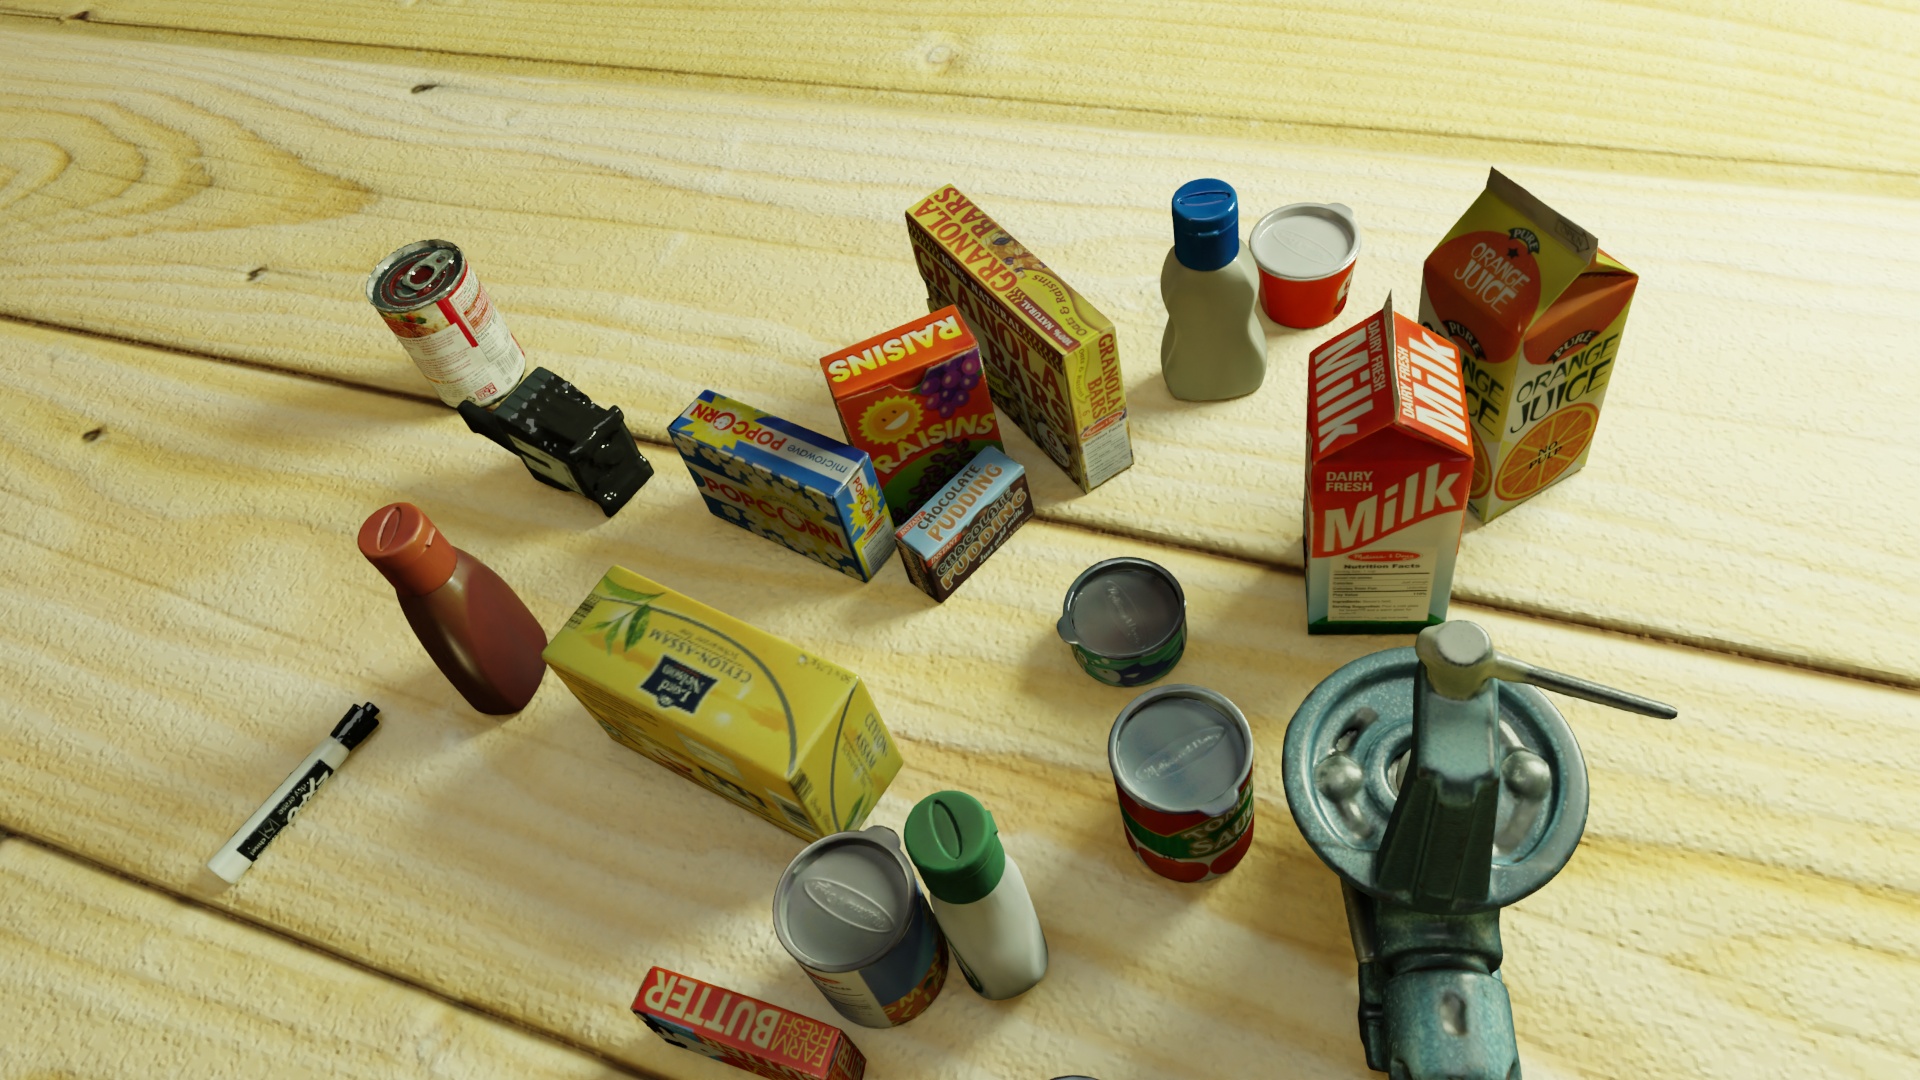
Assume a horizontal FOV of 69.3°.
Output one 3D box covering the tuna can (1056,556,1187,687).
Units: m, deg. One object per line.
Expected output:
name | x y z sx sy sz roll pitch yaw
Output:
tuna can | 0.088 0.046 0.758 0.071 0.032 0.071 -6 53 8

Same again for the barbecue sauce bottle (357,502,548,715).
barbecue sauce bottle | -0.280 0.036 0.773 0.043 0.147 0.065 -4 54 10

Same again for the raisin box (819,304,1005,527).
raisin box | -0.024 -0.069 0.811 0.086 0.122 0.040 -22 53 -4

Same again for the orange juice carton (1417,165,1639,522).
orange juice carton | 0.289 -0.103 0.723 0.073 0.191 0.072 -28 53 -8

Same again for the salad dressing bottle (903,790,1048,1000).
salad dressing bottle | 0.007 0.158 0.620 0.044 0.147 0.064 -21 53 -3

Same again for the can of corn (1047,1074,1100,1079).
can of corn | 0.048 0.267 0.586 0.071 0.058 0.071 -6 53 8

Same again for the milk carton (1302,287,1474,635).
milk carton | 0.209 -0.033 0.690 0.073 0.189 0.073 -1 54 12

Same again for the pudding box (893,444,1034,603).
pudding box | 0.003 -0.010 0.807 0.030 0.049 0.084 34 67 31

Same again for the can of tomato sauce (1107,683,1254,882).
can of tomato sauce | 0.109 0.119 0.667 0.071 0.082 0.071 -6 53 8

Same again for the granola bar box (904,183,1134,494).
granola bar box | 0.035 -0.121 0.836 0.039 0.123 0.166 -33 54 -12

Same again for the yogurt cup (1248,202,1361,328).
yogurt cup | 0.217 -0.171 0.876 0.072 0.053 0.073 -6 53 8

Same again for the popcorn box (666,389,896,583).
popcorn box | -0.104 -0.032 0.825 0.127 0.084 0.038 23 62 26

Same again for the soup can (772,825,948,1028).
soup can | -0.043 0.182 0.653 0.071 0.083 0.072 -6 53 8

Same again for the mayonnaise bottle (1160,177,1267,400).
mayonnaise bottle | 0.146 -0.144 0.812 0.065 0.147 0.041 -5 53 9

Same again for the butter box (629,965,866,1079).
butter box | -0.098 0.231 0.648 0.103 0.053 0.024 11 58 20
